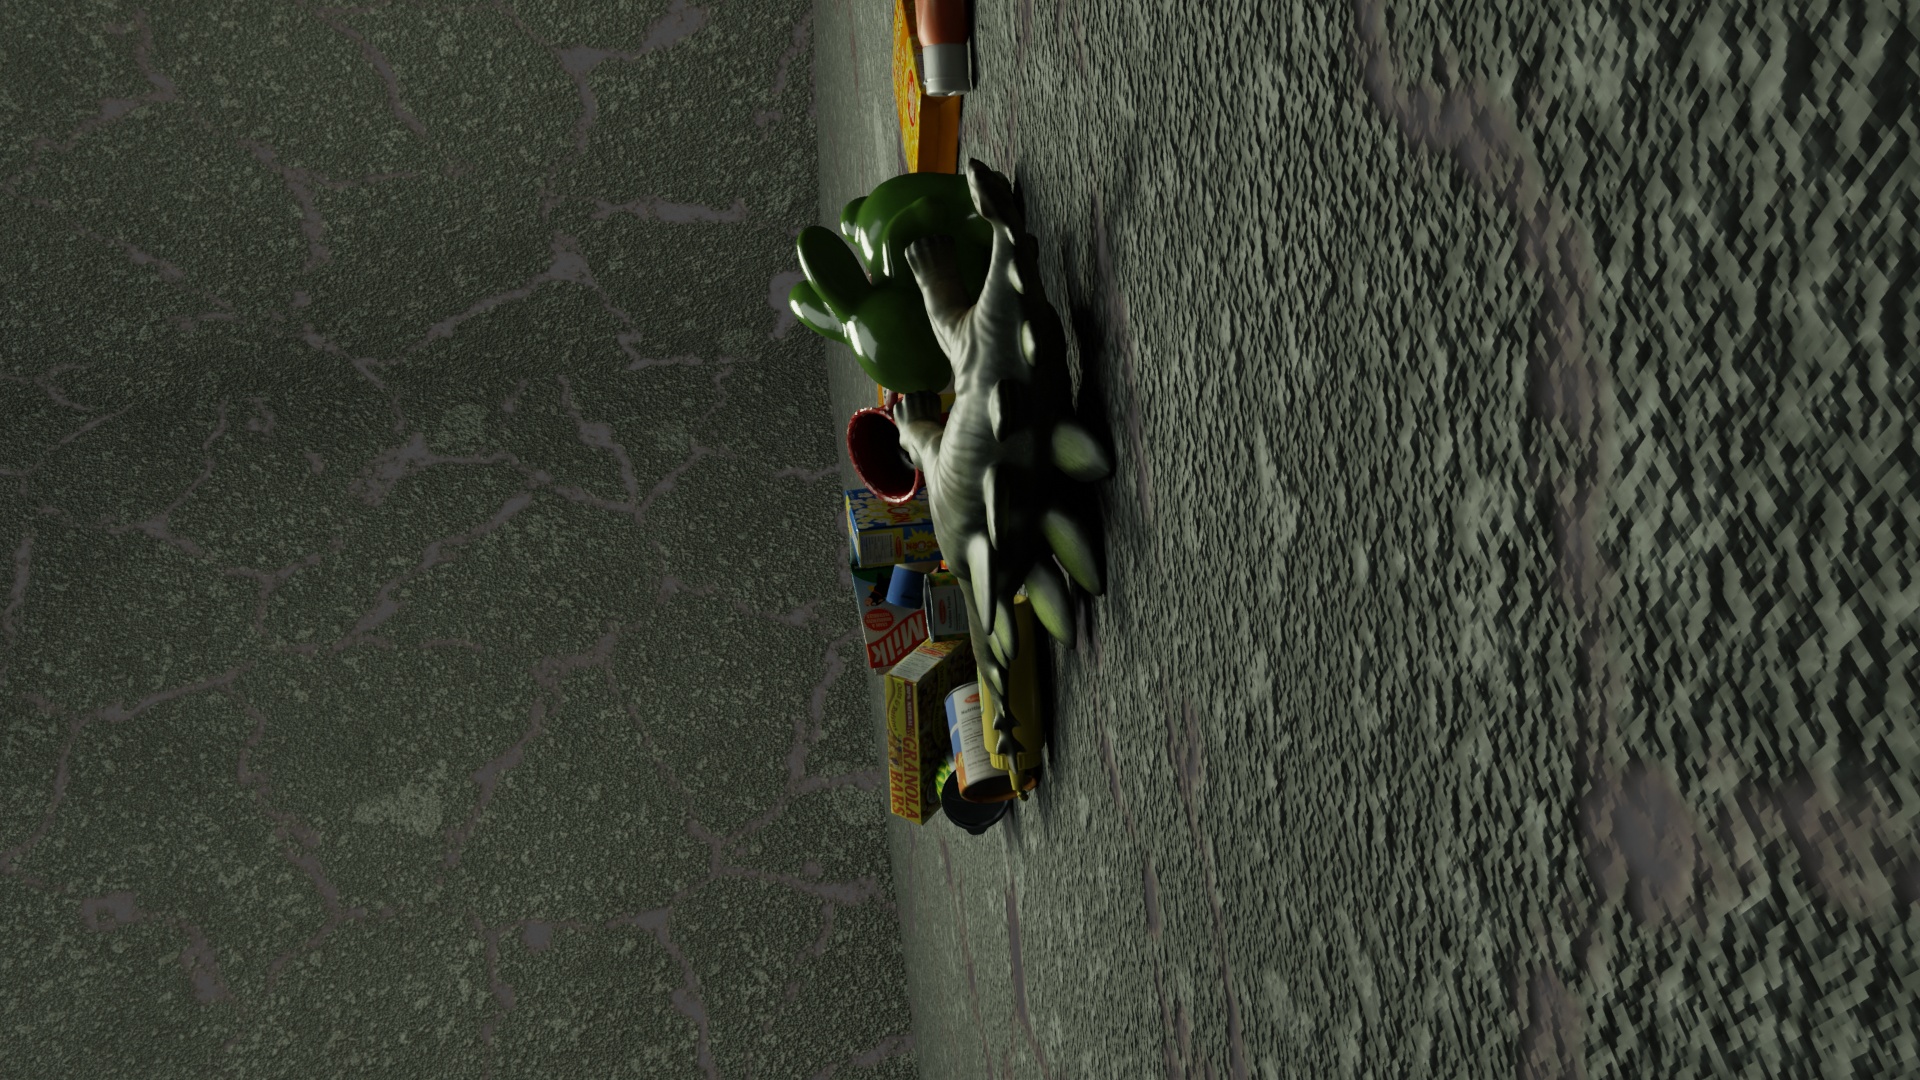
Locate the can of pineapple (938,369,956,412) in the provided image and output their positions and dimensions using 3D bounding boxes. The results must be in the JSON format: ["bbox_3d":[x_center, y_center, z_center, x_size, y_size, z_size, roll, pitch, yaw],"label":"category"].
[{"bbox_3d":[-0.004,-0.142,1.189,0.071,0.058,0.071,177,87,-82],"label":"can of pineapple"}]

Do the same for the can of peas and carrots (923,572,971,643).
[{"bbox_3d":[-0.002,0.061,1.312,0.071,0.059,0.071,178,87,-83],"label":"can of peas and carrots"}]

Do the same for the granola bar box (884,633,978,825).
[{"bbox_3d":[-0.022,0.173,1.350,0.125,0.039,0.164,-37,-46,-49],"label":"granola bar box"}]

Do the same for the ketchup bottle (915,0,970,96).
[{"bbox_3d":[-0.016,-0.440,1.128,0.065,0.043,0.148,-126,31,-77],"label":"ketchup bottle"}]

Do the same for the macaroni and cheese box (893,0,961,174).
[{"bbox_3d":[-0.034,-0.418,1.288,0.123,0.040,0.167,97,166,-54],"label":"macaroni and cheese box"}]

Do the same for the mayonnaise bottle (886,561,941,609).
[{"bbox_3d":[-0.038,-0.007,1.377,0.041,0.065,0.148,-150,73,-75],"label":"mayonnaise bottle"}]

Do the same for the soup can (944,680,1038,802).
[{"bbox_3d":[0.026,0.168,1.151,0.071,0.071,0.084,97,165,-58],"label":"soup can"}]

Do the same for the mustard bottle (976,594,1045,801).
[{"bbox_3d":[0.039,0.124,1.069,0.065,0.049,0.160,-53,-41,-84],"label":"mustard bottle"}]

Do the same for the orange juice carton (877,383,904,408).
[{"bbox_3d":[-0.038,-0.129,1.392,0.193,0.073,0.071,-127,34,-75],"label":"orange juice carton"}]

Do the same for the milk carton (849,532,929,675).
[{"bbox_3d":[-0.071,0.072,1.500,0.074,0.072,0.189,-98,-1,-53],"label":"milk carton"}]

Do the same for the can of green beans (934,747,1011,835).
[{"bbox_3d":[0.011,0.229,1.301,0.058,0.071,0.071,-129,35,-77],"label":"can of green beans"}]

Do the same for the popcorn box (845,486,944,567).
[{"bbox_3d":[-0.058,-0.015,1.270,0.127,0.085,0.038,-118,24,-69],"label":"popcorn box"}]

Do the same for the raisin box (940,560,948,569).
[{"bbox_3d":[0.005,-0.016,1.285,0.123,0.040,0.086,175,89,-81],"label":"raisin box"}]

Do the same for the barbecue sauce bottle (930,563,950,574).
[{"bbox_3d":[-0.015,0.029,1.441,0.149,0.044,0.064,-108,22,-61],"label":"barbecue sauce bottle"}]
